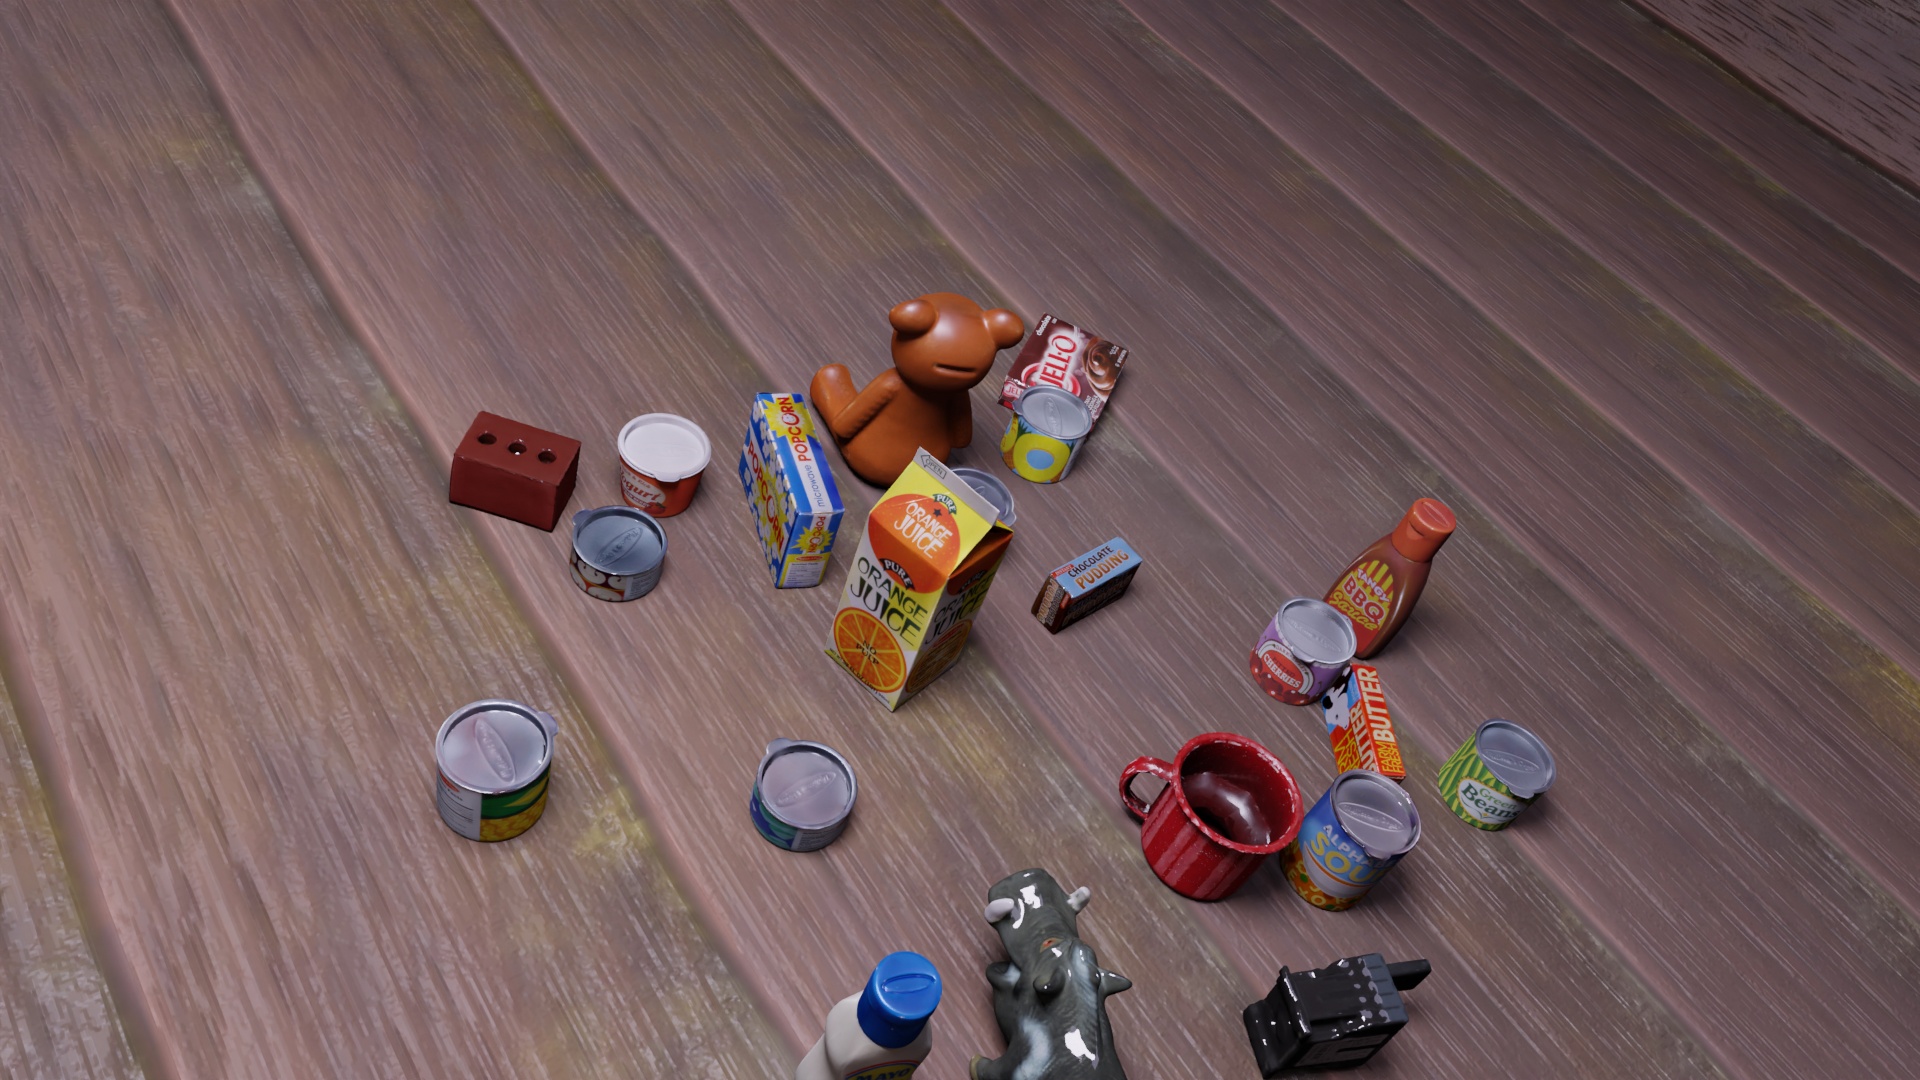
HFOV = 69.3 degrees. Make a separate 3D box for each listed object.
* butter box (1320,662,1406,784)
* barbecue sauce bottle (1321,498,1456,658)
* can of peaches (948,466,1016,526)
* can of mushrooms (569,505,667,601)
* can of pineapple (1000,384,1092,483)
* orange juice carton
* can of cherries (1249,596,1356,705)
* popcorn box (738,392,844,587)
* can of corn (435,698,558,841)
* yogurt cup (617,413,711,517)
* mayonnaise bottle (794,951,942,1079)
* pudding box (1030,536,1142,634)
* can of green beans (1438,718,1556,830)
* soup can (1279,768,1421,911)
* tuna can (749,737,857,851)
[{"bbox_3d":[0.305,0.150,1.056,0.024,0.052,0.104,10,46,-12],"label":"butter box"},{"bbox_3d":[0.346,0.028,1.118,0.044,0.147,0.065,-19,57,-34],"label":"barbecue sauce bottle"},{"bbox_3d":[0.004,-0.014,1.092,0.071,0.057,0.071,11,46,-11],"label":"can of peaches"},{"bbox_3d":[-0.247,0.008,0.993,0.071,0.033,0.071,11,46,-11],"label":"can of mushrooms"},{"bbox_3d":[0.071,-0.092,1.191,0.071,0.057,0.071,11,46,-11],"label":"can of pineapple"},{"bbox_3d":[-0.026,0.023,0.950,0.072,0.191,0.073,40,47,17],"label":"orange juice carton"},{"bbox_3d":[0.267,0.089,1.095,0.071,0.058,0.072,11,46,-11],"label":"can of cherries"},{"bbox_3d":[-0.129,-0.039,1.045,0.038,0.084,0.127,-4,50,-24],"label":"popcorn box"},{"bbox_3d":[-0.279,0.138,0.839,0.071,0.058,0.071,11,46,-11],"label":"can of corn"},{"bbox_3d":[-0.225,-0.055,1.046,0.072,0.053,0.073,11,46,-11],"label":"yogurt cup"},{"bbox_3d":[-0.046,0.269,0.741,0.065,0.147,0.041,-1,49,-22],"label":"mayonnaise bottle"},{"bbox_3d":[0.099,0.034,1.088,0.084,0.049,0.030,-25,61,-37],"label":"pudding box"},{"bbox_3d":[0.410,0.180,1.064,0.071,0.057,0.071,11,46,-11],"label":"can of green beans"},{"bbox_3d":[0.268,0.211,0.962,0.071,0.083,0.072,11,46,-11],"label":"soup can"},{"bbox_3d":[-0.104,0.164,0.900,0.071,0.032,0.071,11,45,-11],"label":"tuna can"}]
